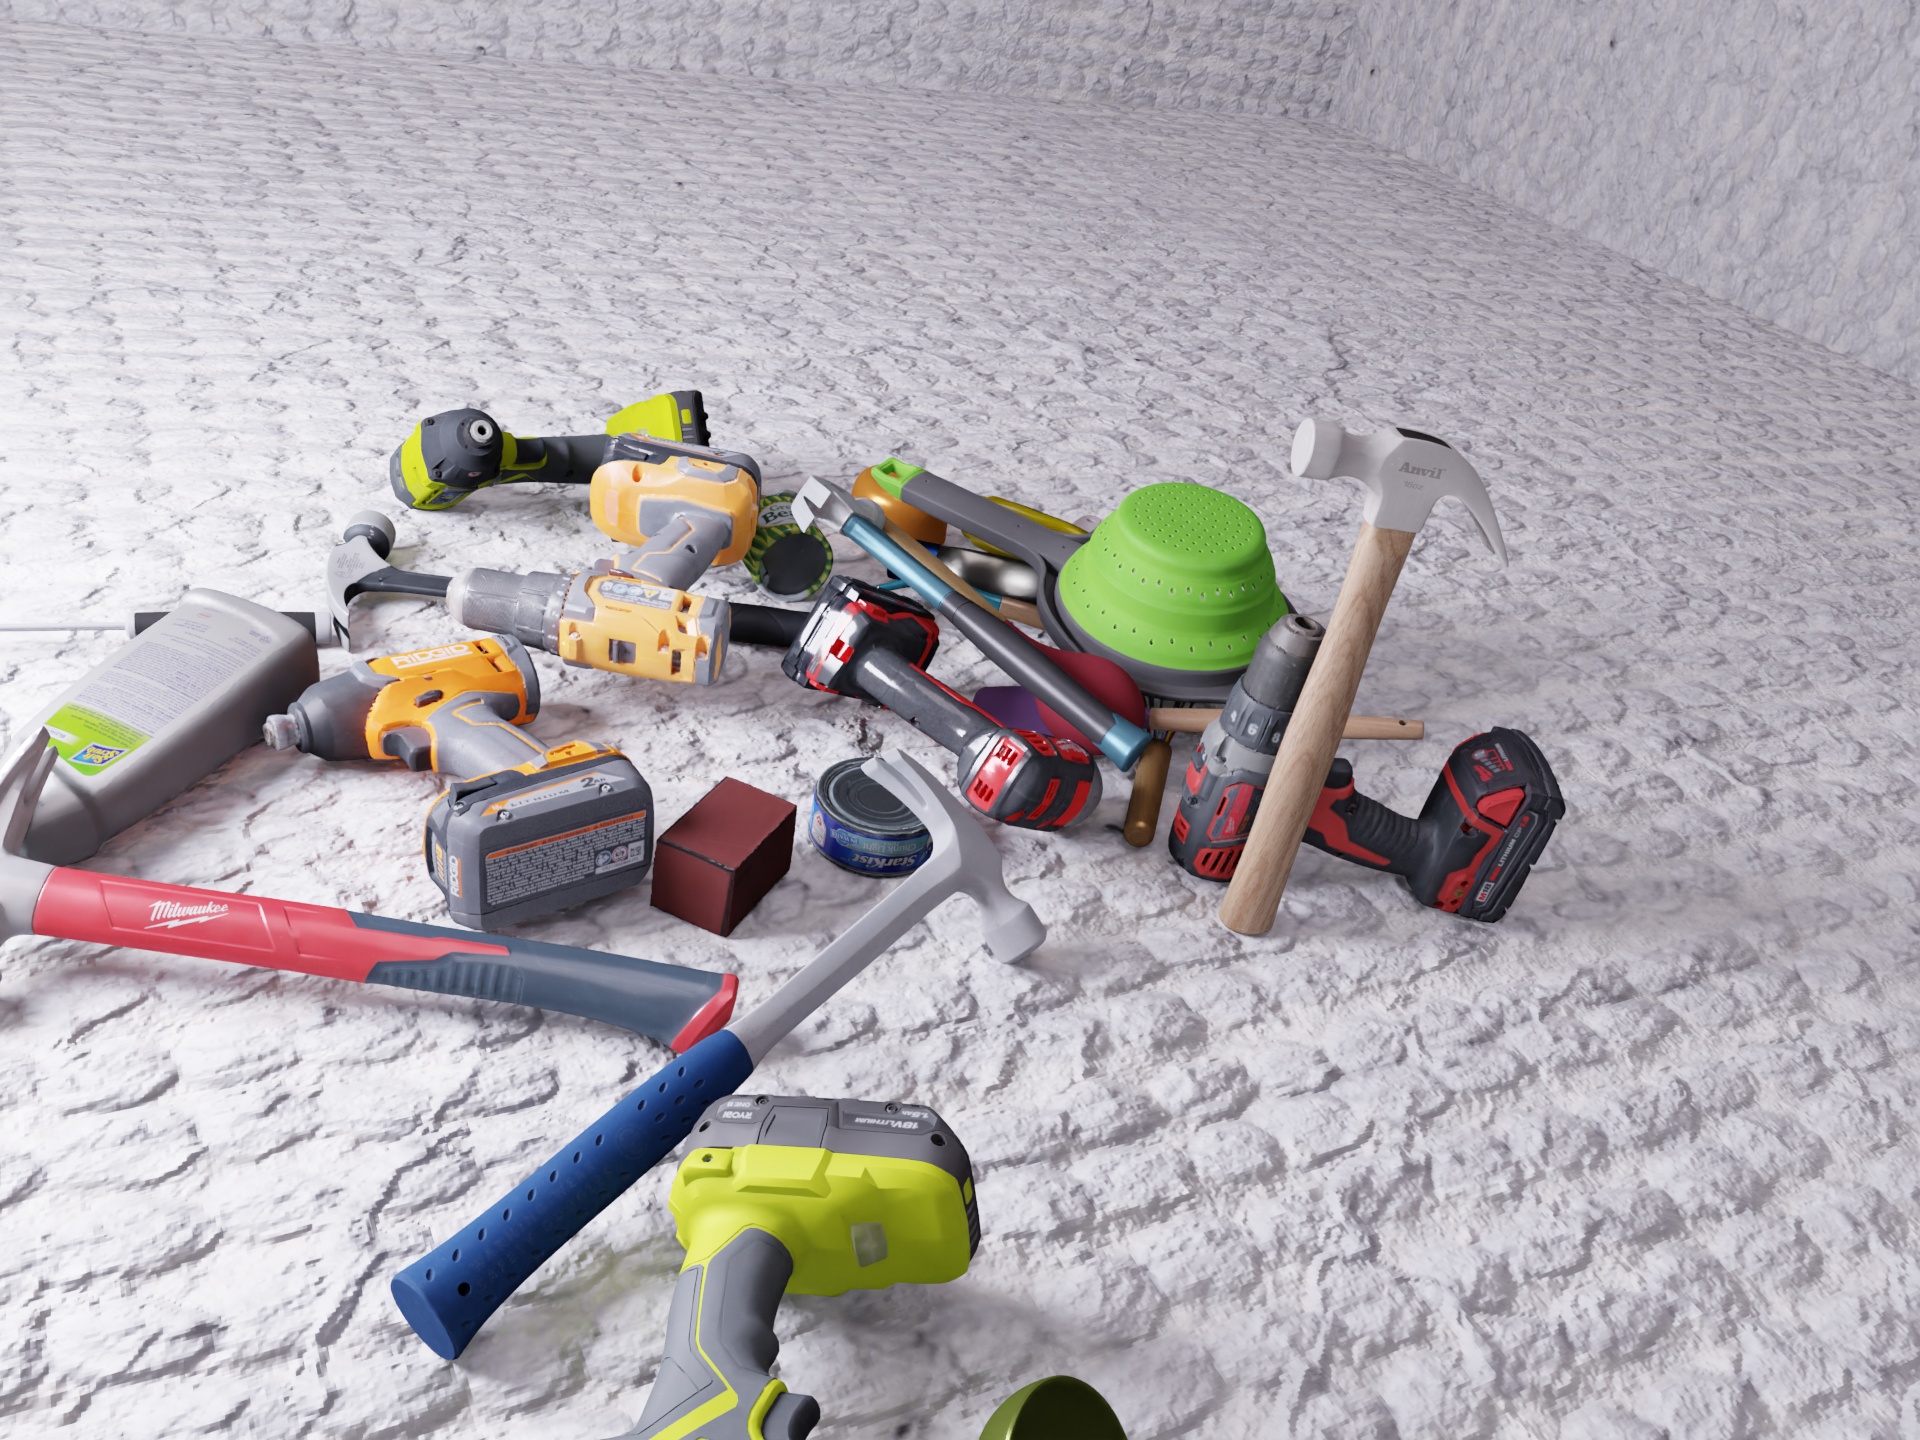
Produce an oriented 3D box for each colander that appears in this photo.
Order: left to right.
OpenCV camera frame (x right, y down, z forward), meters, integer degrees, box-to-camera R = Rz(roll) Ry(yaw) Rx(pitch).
[{"bbox_3d":[0.097,-0.148,1.212,0.397,0.094,0.204,29,44,23],"label":"colander"}]

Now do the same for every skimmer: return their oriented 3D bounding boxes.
[{"bbox_3d":[-0.594,-0.089,1.007,0.363,0.090,0.127,-1,3,-24],"label":"skimmer"}]

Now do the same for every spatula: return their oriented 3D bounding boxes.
[{"bbox_3d":[0.051,-0.072,1.243,0.317,0.044,0.082,16,3,-7],"label":"spatula"},{"bbox_3d":[0.157,0.001,1.102,0.316,0.018,0.060,2,48,17],"label":"spatula"}]

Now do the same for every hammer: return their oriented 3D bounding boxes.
[{"bbox_3d":[-0.305,0.101,0.815,0.386,0.038,0.143,10,59,-8],"label":"hammer"},{"bbox_3d":[-0.251,-0.081,1.160,0.409,0.036,0.149,6,34,-9],"label":"hammer"},{"bbox_3d":[-0.108,0.154,0.793,0.405,0.035,0.144,-37,95,-44],"label":"hammer"},{"bbox_3d":[0.005,-0.072,1.095,0.331,0.033,0.128,40,12,26],"label":"hammer"},{"bbox_3d":[0.214,-0.010,0.920,0.130,0.331,0.031,7,31,-9],"label":"hammer"}]

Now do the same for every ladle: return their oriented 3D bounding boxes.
[{"bbox_3d":[0.015,-0.081,1.163,0.069,0.031,0.316,-40,57,-12],"label":"ladle"},{"bbox_3d":[0.153,0.346,0.606,0.320,0.062,0.078,21,43,10],"label":"ladle"}]

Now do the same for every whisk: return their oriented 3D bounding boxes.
[{"bbox_3d":[0.141,0.011,1.143,0.047,0.051,0.245,6,36,11],"label":"whisk"}]

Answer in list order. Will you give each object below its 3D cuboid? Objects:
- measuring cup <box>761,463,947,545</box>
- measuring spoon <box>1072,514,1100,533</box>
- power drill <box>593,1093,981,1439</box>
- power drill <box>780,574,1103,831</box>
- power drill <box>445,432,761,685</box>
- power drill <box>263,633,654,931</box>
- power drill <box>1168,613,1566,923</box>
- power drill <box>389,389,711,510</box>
[{"bbox_3d":[-0.093,-0.194,1.368,0.173,0.052,0.095,11,32,-5],"label":"measuring cup"},{"bbox_3d":[0.104,-0.162,1.426,0.034,0.018,0.124,19,26,12],"label":"measuring spoon"},{"bbox_3d":[-0.063,0.256,0.622,0.190,0.080,0.229,0,30,13],"label":"power drill"},{"bbox_3d":[-0.002,-0.003,1.060,0.220,0.078,0.143,38,12,28],"label":"power drill"},{"bbox_3d":[-0.240,-0.116,1.118,0.185,0.084,0.226,10,39,-2],"label":"power drill"},{"bbox_3d":[-0.297,0.028,0.935,0.164,0.084,0.227,-15,37,-36],"label":"power drill"},{"bbox_3d":[0.261,0.032,1.012,0.226,0.187,0.080,11,33,-9],"label":"power drill"},{"bbox_3d":[-0.315,-0.210,1.245,0.223,0.080,0.171,-9,1,-32],"label":"power drill"}]
